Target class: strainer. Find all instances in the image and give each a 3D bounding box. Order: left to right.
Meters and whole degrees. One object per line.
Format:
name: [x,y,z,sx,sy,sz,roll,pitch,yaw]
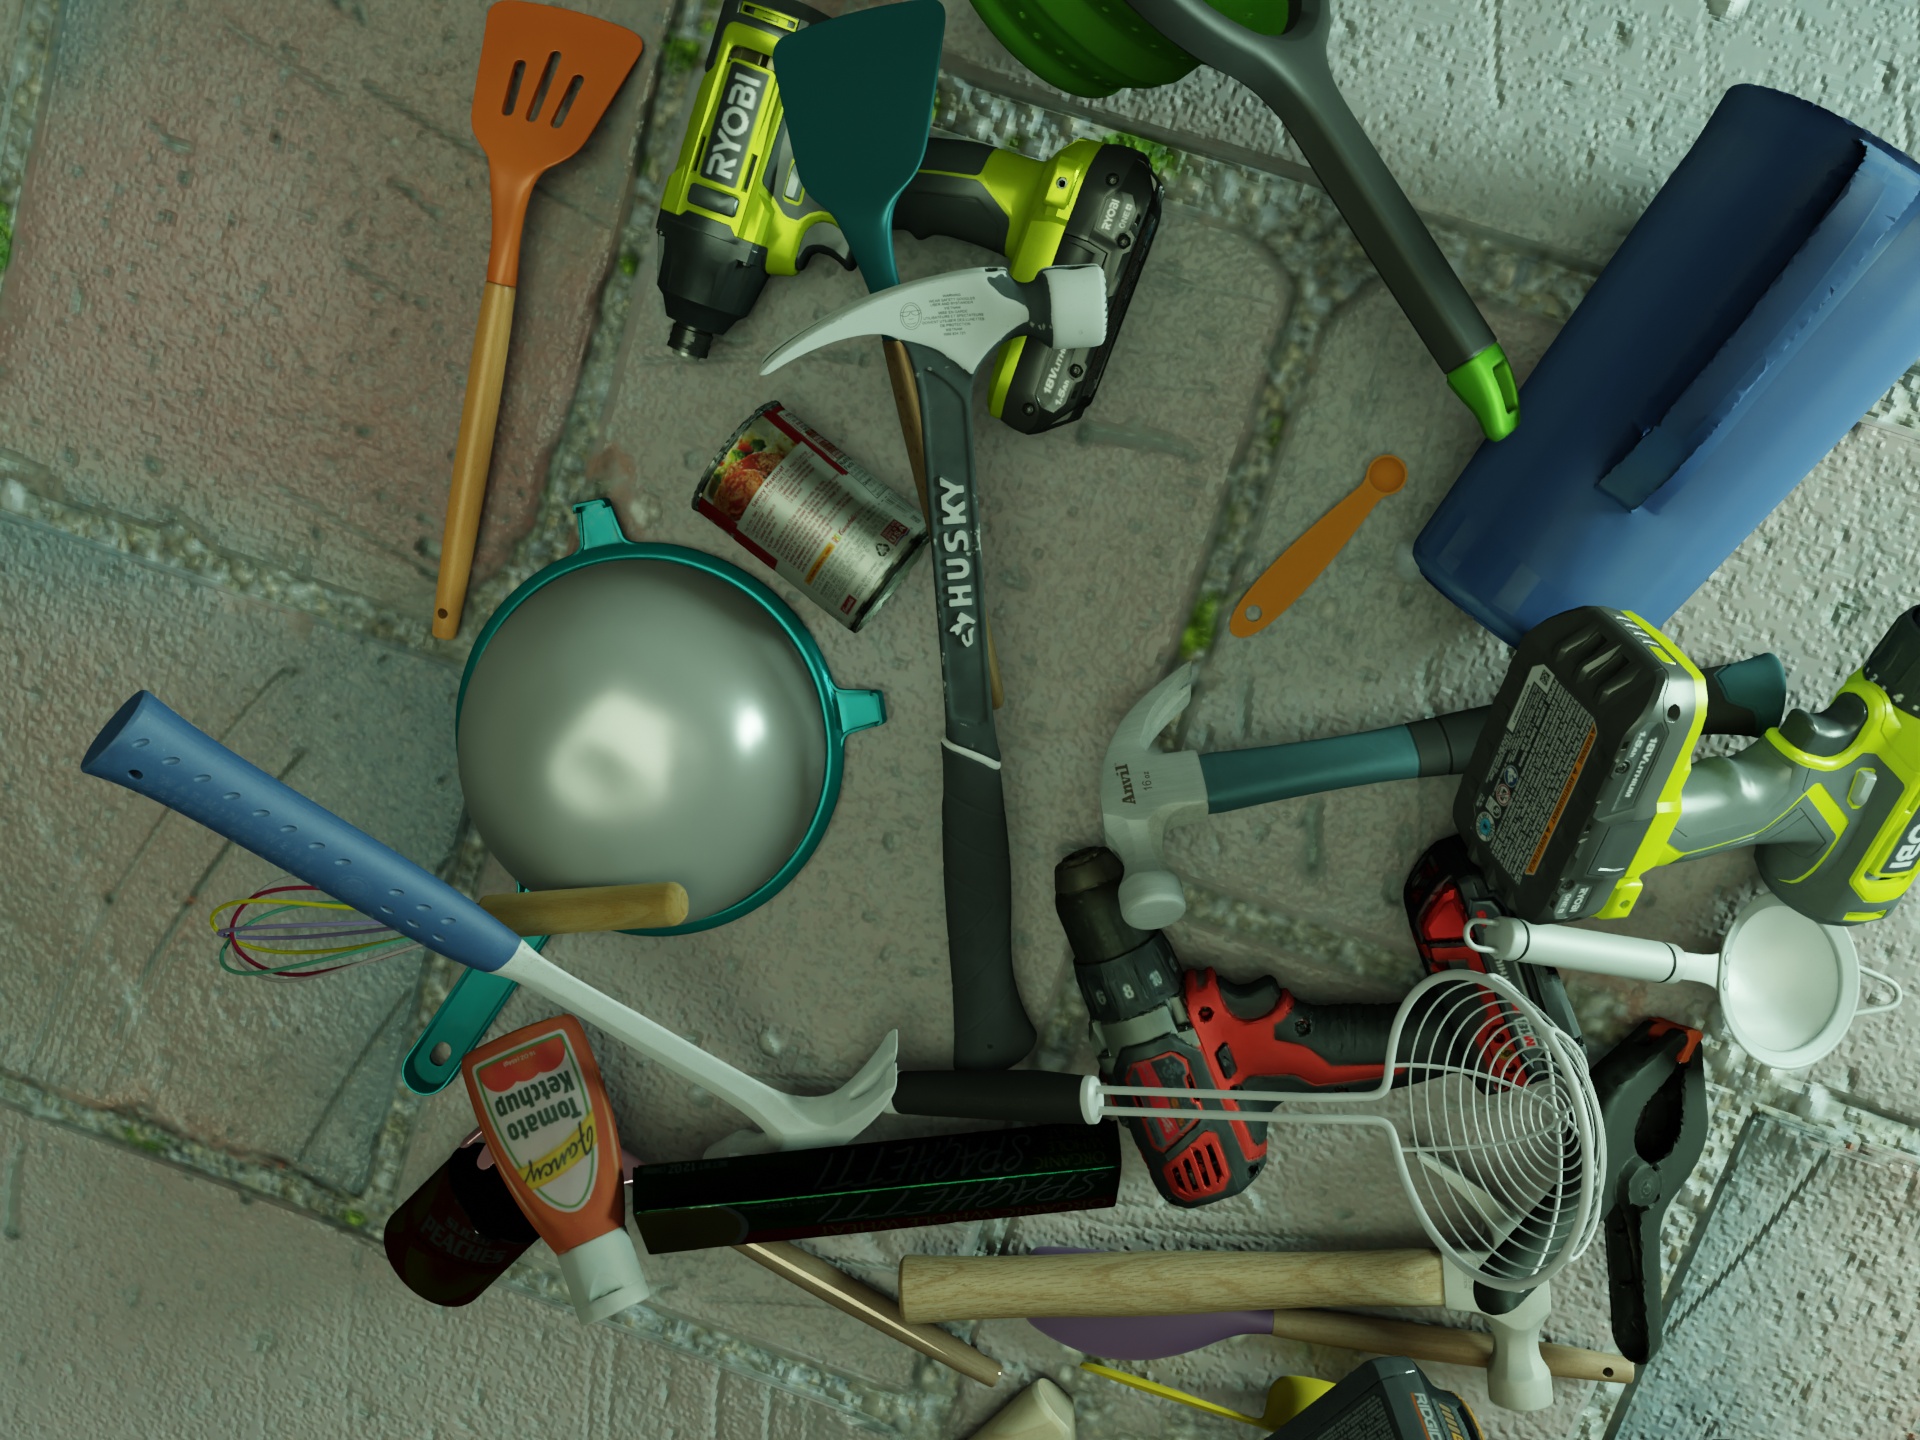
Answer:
strainer: [-0.206,0.069,0.810,0.211,0.095,0.340,35,100,0]
strainer: [0.333,0.112,0.743,0.258,0.050,0.087,11,83,-24]

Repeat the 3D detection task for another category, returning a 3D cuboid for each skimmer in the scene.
skimmer: [0.101,0.177,0.717,0.363,0.090,0.127,-6,85,30]

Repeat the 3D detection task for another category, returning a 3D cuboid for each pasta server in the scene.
pasta server: [-0.120,0.287,0.863,0.316,0.060,0.040,29,85,-2]

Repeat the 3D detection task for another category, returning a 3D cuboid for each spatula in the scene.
spatula: [-0.234,-0.198,0.812,0.081,0.041,0.322,15,104,4]
spatula: [-0.016,-0.153,0.725,0.082,0.044,0.317,-5,114,21]
spatula: [0.190,0.323,0.841,0.316,0.018,0.060,5,95,7]

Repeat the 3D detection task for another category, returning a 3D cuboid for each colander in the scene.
colander: [0.105,-0.276,0.696,0.094,0.204,0.397,-32,91,41]

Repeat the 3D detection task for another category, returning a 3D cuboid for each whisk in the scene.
whisk: [-0.252,0.096,0.770,0.245,0.051,0.047,-5,114,10]

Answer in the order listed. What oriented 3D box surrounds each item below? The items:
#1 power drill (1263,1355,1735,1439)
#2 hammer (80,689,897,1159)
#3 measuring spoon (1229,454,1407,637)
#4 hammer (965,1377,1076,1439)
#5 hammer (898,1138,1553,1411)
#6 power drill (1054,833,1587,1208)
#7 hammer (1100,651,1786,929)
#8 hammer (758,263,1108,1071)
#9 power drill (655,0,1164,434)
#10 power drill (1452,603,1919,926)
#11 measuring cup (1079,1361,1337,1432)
power drill: [0.269,0.388,0.772,0.226,0.084,0.185,32,113,-24]
hammer: [-0.198,0.110,0.733,0.144,0.035,0.405,-34,125,26]
measuring spoon: [0.176,-0.085,0.787,0.021,0.011,0.117,42,104,-1]
hammer: [-0.100,0.499,0.894,0.410,0.038,0.146,-44,90,10]
hammer: [0.132,0.289,0.825,0.331,0.031,0.130,-4,88,8]
power drill: [0.168,0.125,0.787,0.226,0.080,0.188,-21,95,12]
hammer: [0.229,0.013,0.758,0.331,0.033,0.128,-9,55,0]
hammer: [-0.001,-0.002,0.751,0.149,0.036,0.408,-4,115,0]
power drill: [-0.031,-0.226,0.757,0.223,0.080,0.171,22,105,6]
power drill: [0.347,0.007,0.684,0.228,0.080,0.190,-2,126,-17]
measuring cup: [0.141,0.353,0.845,0.156,0.062,0.029,10,62,18]
